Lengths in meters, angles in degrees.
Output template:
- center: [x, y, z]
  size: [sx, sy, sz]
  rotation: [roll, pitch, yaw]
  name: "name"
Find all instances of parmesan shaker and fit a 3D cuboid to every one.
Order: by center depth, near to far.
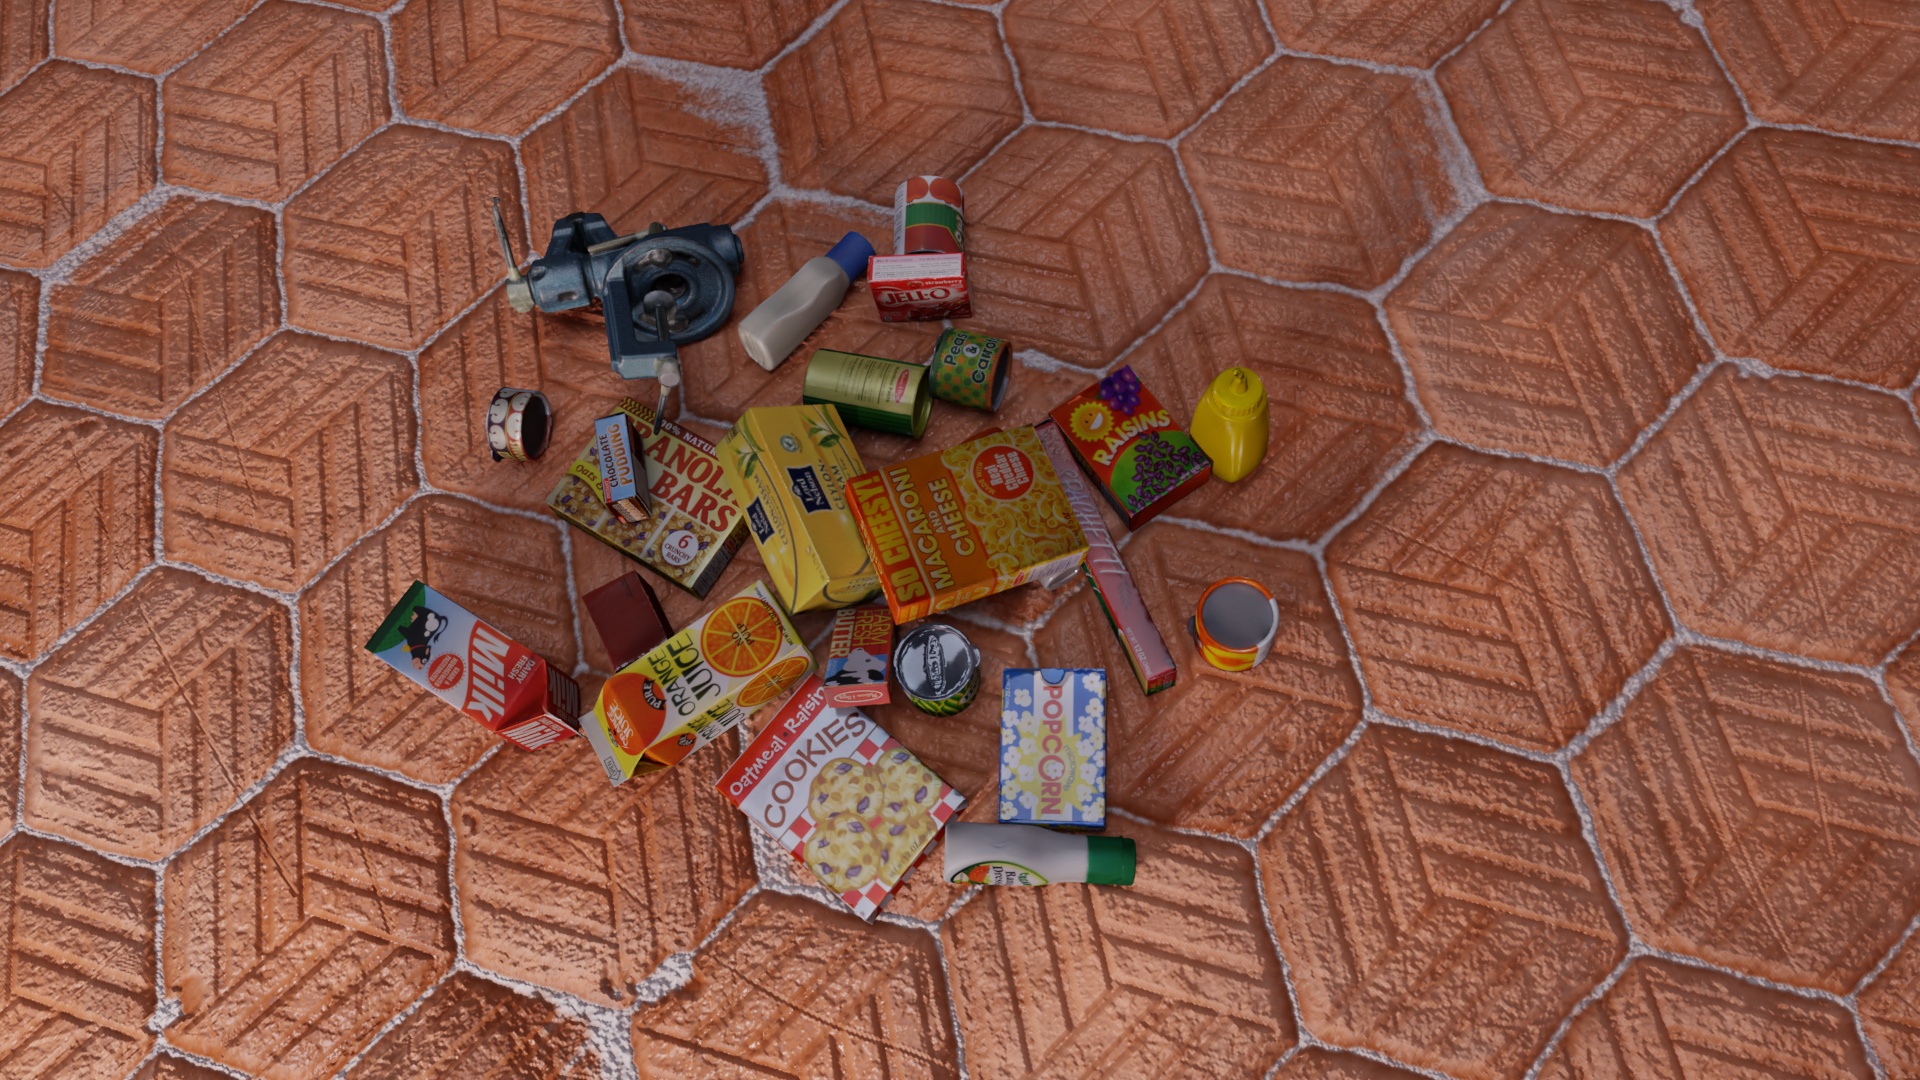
- center: [-0.081, -0.134, 1.241]
  size: [0.103, 0.071, 0.071]
  rotation: [11, 71, 12]
  name: "parmesan shaker"

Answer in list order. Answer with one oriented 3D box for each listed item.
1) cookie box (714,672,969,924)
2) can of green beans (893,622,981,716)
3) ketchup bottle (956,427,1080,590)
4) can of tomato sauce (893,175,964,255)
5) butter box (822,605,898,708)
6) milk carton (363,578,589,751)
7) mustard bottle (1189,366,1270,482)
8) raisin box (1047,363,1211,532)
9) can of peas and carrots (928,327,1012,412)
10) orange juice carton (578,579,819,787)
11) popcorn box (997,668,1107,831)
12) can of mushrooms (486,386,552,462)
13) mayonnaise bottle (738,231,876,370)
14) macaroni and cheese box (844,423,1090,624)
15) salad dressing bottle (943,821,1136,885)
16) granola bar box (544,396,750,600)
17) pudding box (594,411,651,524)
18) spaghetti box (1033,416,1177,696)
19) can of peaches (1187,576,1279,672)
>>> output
- center: [-0.096, 0.206, 1.123]
  size: [0.168, 0.040, 0.123]
  rotation: [37, 77, 17]
  name: "cookie box"
- center: [-0.018, 0.107, 1.143]
  size: [0.071, 0.057, 0.071]
  rotation: [-2, 69, 6]
  name: "can of green beans"
- center: [0.048, -0.025, 1.195]
  size: [0.065, 0.043, 0.149]
  rotation: [-30, 69, -12]
  name: "ketchup bottle"
- center: [-0.027, -0.287, 1.295]
  size: [0.071, 0.071, 0.083]
  rotation: [-2, 68, 6]
  name: "can of tomato sauce"
- center: [-0.080, 0.094, 1.146]
  size: [0.053, 0.024, 0.104]
  rotation: [-5, 34, 6]
  name: "butter box"
- center: [-0.398, 0.115, 1.175]
  size: [0.191, 0.072, 0.073]
  rotation: [28, 75, 17]
  name: "milk carton"
- center: [0.225, -0.103, 1.142]
  size: [0.049, 0.159, 0.065]
  rotation: [-39, 71, -10]
  name: "mustard bottle"
- center: [0.146, -0.082, 1.208]
  size: [0.086, 0.040, 0.123]
  rotation: [-33, 68, -6]
  name: "raisin box"
- center: [0.010, -0.153, 1.235]
  size: [0.059, 0.070, 0.071]
  rotation: [15, 71, 12]
  name: "can of peas and carrots"
- center: [-0.221, 0.122, 1.153]
  size: [0.193, 0.072, 0.072]
  rotation: [-34, 69, -6]
  name: "orange juice carton"
- center: [0.075, 0.169, 1.118]
  size: [0.085, 0.038, 0.127]
  rotation: [0, 69, 8]
  name: "popcorn box"
- center: [-0.402, -0.104, 1.267]
  size: [0.033, 0.071, 0.071]
  rotation: [6, 70, 8]
  name: "can of mushrooms"
- center: [-0.140, -0.226, 1.288]
  size: [0.041, 0.064, 0.148]
  rotation: [38, 74, 16]
  name: "mayonnaise bottle"
- center: [0.004, -0.014, 1.136]
  size: [0.167, 0.040, 0.124]
  rotation: [-18, 68, -15]
  name: "macaroni and cheese box"
- center: [0.061, 0.246, 1.080]
  size: [0.148, 0.064, 0.044]
  rotation: [3, 56, 0]
  name: "salad dressing bottle"
- center: [-0.265, -0.039, 1.239]
  size: [0.166, 0.039, 0.124]
  rotation: [28, 74, 16]
  name: "granola bar box"
- center: [-0.292, -0.063, 1.203]
  size: [0.030, 0.049, 0.084]
  rotation: [-13, 68, 0]
  name: "pudding box"
- center: [0.116, 0.011, 1.169]
  size: [0.029, 0.050, 0.251]
  rotation: [-23, 68, -3]
  name: "spaghetti box"
- center: [0.221, 0.068, 1.130]
  size: [0.071, 0.058, 0.071]
  rotation: [-2, 69, 6]
  name: "can of peaches"
